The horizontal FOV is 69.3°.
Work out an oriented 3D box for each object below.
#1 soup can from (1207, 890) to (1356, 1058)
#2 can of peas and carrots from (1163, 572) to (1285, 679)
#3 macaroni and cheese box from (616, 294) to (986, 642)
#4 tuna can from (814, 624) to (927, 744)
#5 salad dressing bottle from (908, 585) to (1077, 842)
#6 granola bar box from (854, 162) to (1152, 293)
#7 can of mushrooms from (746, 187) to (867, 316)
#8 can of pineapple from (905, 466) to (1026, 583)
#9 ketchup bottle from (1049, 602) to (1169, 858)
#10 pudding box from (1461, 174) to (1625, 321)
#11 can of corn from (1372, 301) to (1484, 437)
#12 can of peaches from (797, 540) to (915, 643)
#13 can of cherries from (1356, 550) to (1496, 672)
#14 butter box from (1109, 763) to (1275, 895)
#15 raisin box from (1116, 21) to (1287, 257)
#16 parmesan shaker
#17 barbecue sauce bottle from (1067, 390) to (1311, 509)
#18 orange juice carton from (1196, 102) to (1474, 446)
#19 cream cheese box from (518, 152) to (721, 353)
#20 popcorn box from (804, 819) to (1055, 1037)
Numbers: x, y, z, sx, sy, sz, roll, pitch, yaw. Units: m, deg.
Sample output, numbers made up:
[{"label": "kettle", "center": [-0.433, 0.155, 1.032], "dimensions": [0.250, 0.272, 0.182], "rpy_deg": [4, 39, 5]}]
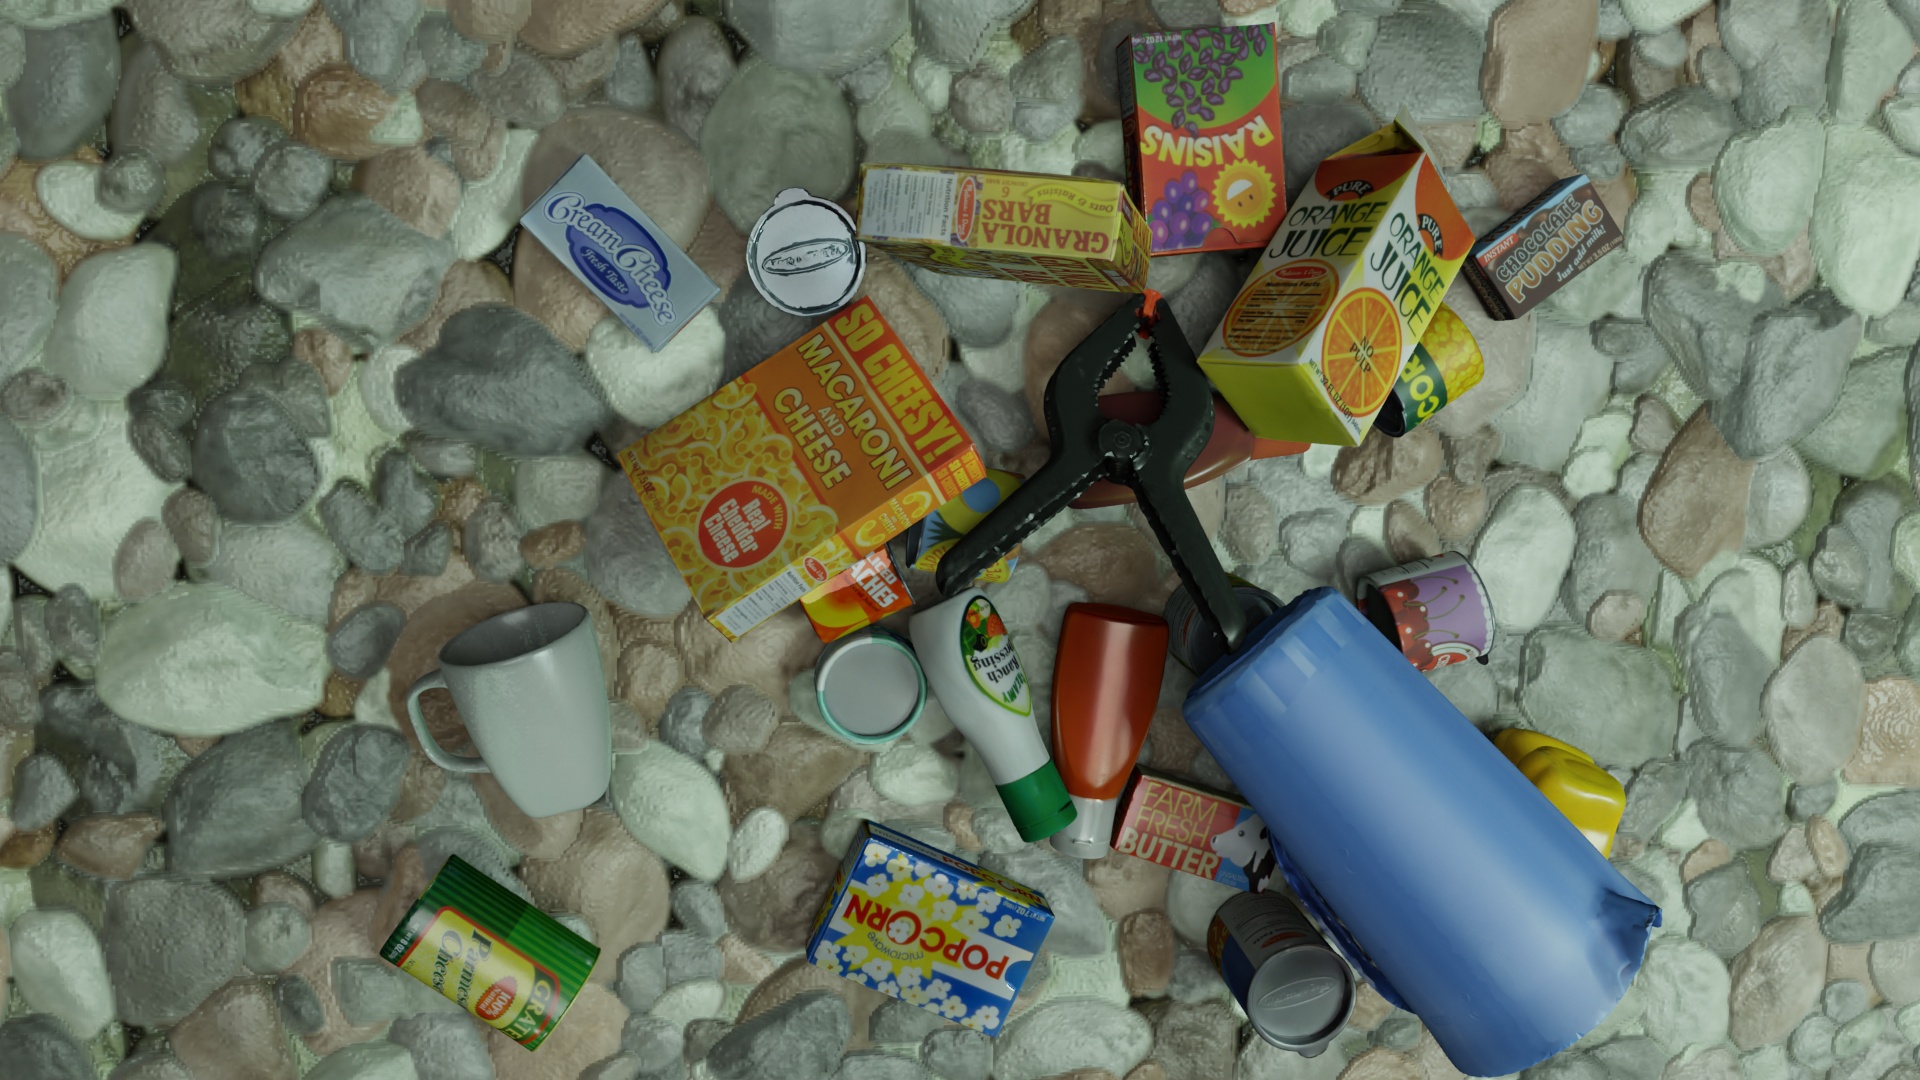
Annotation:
[{"label": "soup can", "center": [0.194, 0.262, 0.845], "dimensions": [0.071, 0.084, 0.071], "rpy_deg": [-1, 98, -6]}, {"label": "can of peas and carrots", "center": [0.161, 0.056, 0.826], "dimensions": [0.071, 0.059, 0.071], "rpy_deg": [-1, 98, -7]}, {"label": "macaroni and cheese box", "center": [-0.088, -0.042, 0.761], "dimensions": [0.166, 0.040, 0.124], "rpy_deg": [-33, 62, -2]}, {"label": "tuna can", "center": [-0.051, 0.086, 0.818], "dimensions": [0.071, 0.033, 0.071], "rpy_deg": [-1, 97, -6]}, {"label": "salad dressing bottle", "center": [0.021, 0.101, 0.806], "dimensions": [0.044, 0.064, 0.147], "rpy_deg": [-25, 90, 33]}, {"label": "granola bar box", "center": [0.029, -0.158, 0.713], "dimensions": [0.124, 0.166, 0.039], "rpy_deg": [8, 97, 12]}, {"label": "can of mushrooms", "center": [-0.087, -0.161, 0.780], "dimensions": [0.071, 0.033, 0.071], "rpy_deg": [-1, 98, -6]}, {"label": "can of pineapple", "center": [0.003, -0.010, 0.793], "dimensions": [0.058, 0.071, 0.071], "rpy_deg": [10, 97, -9]}, {"label": "ketchup bottle", "center": [0.082, 0.114, 0.832], "dimensions": [0.065, 0.043, 0.148], "rpy_deg": [9, 97, 1]}, {"label": "pudding box", "center": [0.347, -0.175, 0.833], "dimensions": [0.084, 0.030, 0.049], "rpy_deg": [-36, 99, -1]}, {"label": "can of corn", "center": [0.263, -0.103, 0.811], "dimensions": [0.058, 0.071, 0.071], "rpy_deg": [-34, 100, -2]}, {"label": "can of peaches", "center": [-0.065, 0.018, 0.788], "dimensions": [0.058, 0.071, 0.071], "rpy_deg": [-24, 100, -2]}, {"label": "can of cherries", "center": [0.279, 0.048, 0.835], "dimensions": [0.058, 0.071, 0.071], "rpy_deg": [-15, 99, -4]}, {"label": "butter box", "center": [0.147, 0.179, 0.859], "dimensions": [0.103, 0.024, 0.053], "rpy_deg": [18, 95, -9]}, {"label": "raisin box", "center": [0.139, -0.227, 0.796], "dimensions": [0.086, 0.040, 0.123], "rpy_deg": [-7, 99, -7]}, {"label": "parmesan shaker", "center": [-0.270, 0.237, 0.795], "dimensions": [0.103, 0.071, 0.071], "rpy_deg": [36, 92, -10]}, {"label": "barbecue sauce bottle", "center": [0.130, -0.059, 0.815], "dimensions": [0.149, 0.043, 0.065], "rpy_deg": [-9, 85, -7]}, {"label": "orange juice carton", "center": [0.219, -0.150, 0.774], "dimensions": [0.071, 0.073, 0.193], "rpy_deg": [44, 71, -34]}, {"label": "cream cheese box", "center": [-0.189, -0.158, 0.772], "dimensions": [0.053, 0.024, 0.103], "rpy_deg": [-45, 100, 0]}, {"label": "popcorn box", "center": [-0.019, 0.233, 0.839], "dimensions": [0.127, 0.038, 0.085], "rpy_deg": [25, 93, -9]}]
